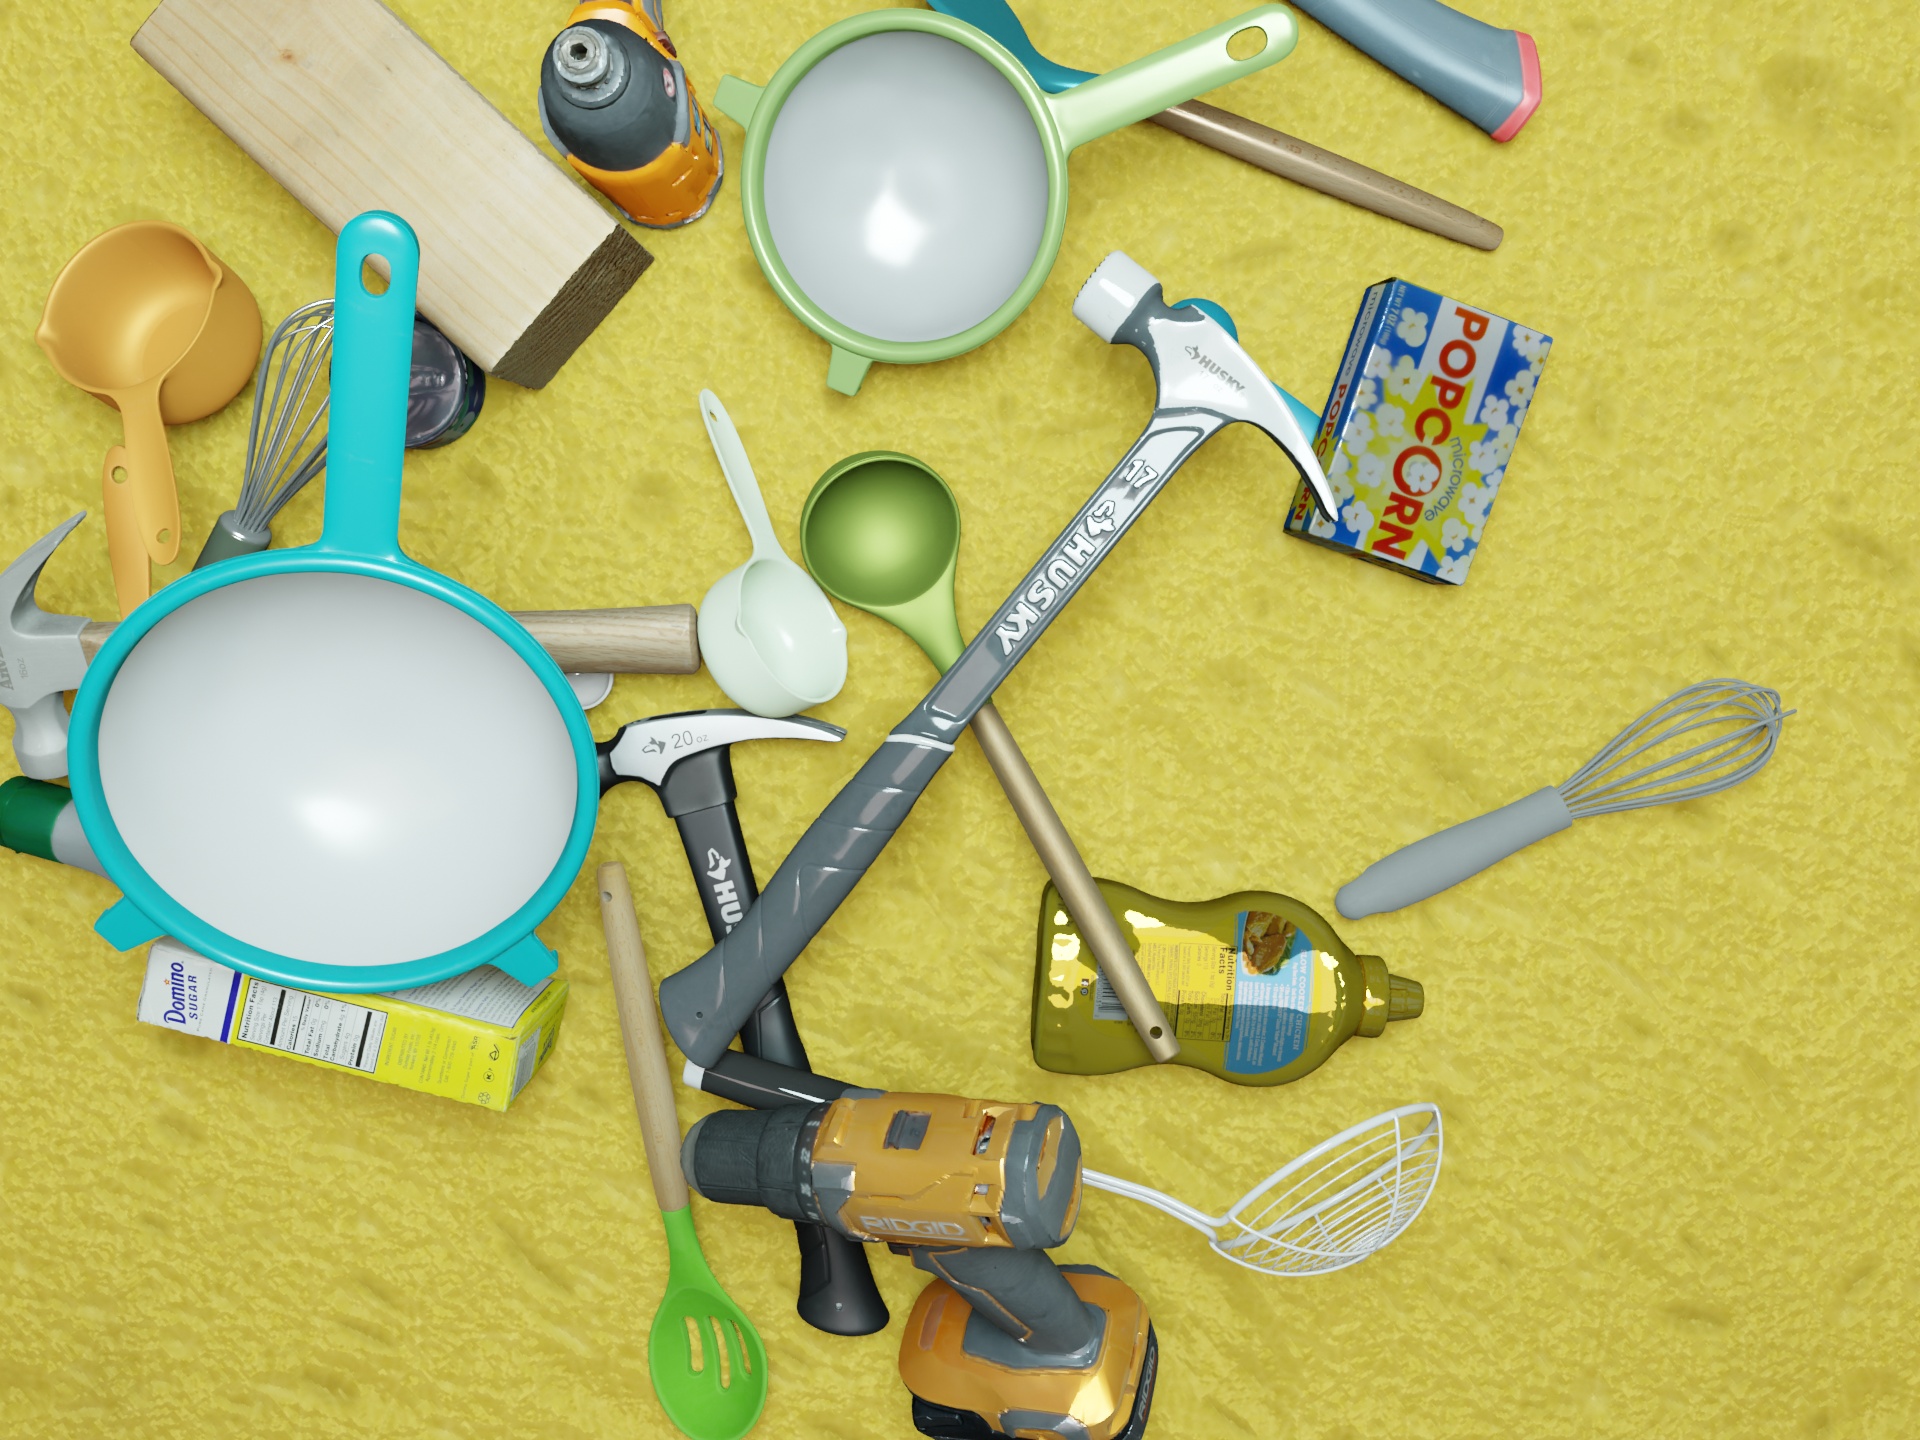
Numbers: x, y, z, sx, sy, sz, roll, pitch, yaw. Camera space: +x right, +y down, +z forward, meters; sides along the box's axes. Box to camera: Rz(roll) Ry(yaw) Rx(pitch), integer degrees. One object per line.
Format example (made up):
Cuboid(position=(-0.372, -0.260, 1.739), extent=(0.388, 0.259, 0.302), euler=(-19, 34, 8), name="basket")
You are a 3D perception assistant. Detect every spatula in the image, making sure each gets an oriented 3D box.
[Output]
Cuboid(position=(0.115, -0.290, 0.744), extent=(0.317, 0.082, 0.044), euler=(19, 132, -6), name="spatula")

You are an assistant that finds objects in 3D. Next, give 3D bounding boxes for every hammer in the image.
Cuboid(position=(0.096, -0.375, 0.737), extent=(0.386, 0.038, 0.143), euler=(33, 93, -4), name="hammer")
Cuboid(position=(-0.001, -0.002, 0.718), extent=(0.149, 0.036, 0.409), euler=(39, 99, 1), name="hammer")
Cuboid(position=(-0.290, -0.037, 0.749), extent=(0.331, 0.031, 0.130), euler=(-2, 125, -4), name="hammer")
Cuboid(position=(-0.092, 0.154, 0.804), extent=(0.146, 0.035, 0.334), euler=(-15, 97, 3), name="hammer")

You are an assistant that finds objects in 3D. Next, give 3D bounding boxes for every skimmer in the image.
Cuboid(position=(0.051, 0.190, 0.776), extent=(0.363, 0.127, 0.090), euler=(15, 53, 4), name="skimmer")

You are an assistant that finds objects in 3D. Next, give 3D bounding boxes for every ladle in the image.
Cuboid(position=(0.020, 0.017, 0.748), extent=(0.078, 0.062, 0.320), euler=(-29, 84, 3), name="ladle")

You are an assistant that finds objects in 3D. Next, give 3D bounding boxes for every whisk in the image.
Cuboid(position=(-0.332, -0.097, 0.749), extent=(0.246, 0.057, 0.059), euler=(-52, 55, 21), name="whisk")
Cuboid(position=(0.296, 0.043, 0.786), extent=(0.239, 0.055, 0.055), euler=(-26, 96, 7), name="whisk")

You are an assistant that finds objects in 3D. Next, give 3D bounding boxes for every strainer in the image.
Cuboid(position=(0.027, -0.261, 0.719), extent=(0.256, 0.069, 0.151), euler=(-18, 106, 17), name="strainer")
Cuboid(position=(-0.252, -0.048, 0.677), extent=(0.211, 0.095, 0.340), euler=(7, 114, -13), name="strainer")
Cuboid(position=(-0.331, 0.032, 0.789), extent=(0.258, 0.050, 0.086), euler=(6, 111, 3), name="strainer")

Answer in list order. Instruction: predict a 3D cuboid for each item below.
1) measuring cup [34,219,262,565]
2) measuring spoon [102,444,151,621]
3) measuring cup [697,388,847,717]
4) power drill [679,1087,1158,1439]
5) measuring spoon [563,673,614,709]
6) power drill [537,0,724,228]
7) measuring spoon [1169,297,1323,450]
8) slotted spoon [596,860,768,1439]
Cuboid(position=(-0.363, -0.144, 0.735), extent=(0.095, 0.052, 0.174), euler=(-17, 75, 6), name="measuring cup")
Cuboid(position=(-0.413, -0.078, 0.788), extent=(0.021, 0.011, 0.117), euler=(-2, 97, 0), name="measuring spoon")
Cuboid(position=(-0.108, -0.079, 0.770), extent=(0.038, 0.083, 0.168), euler=(-27, 77, 29), name="measuring cup")
Cuboid(position=(-0.015, 0.253, 0.742), extent=(0.185, 0.084, 0.226), euler=(-4, 131, 24), name="power drill")
Cuboid(position=(-0.229, -0.008, 0.798), extent=(0.124, 0.018, 0.034), euler=(-20, 94, 9), name="measuring spoon")
Cuboid(position=(-0.153, -0.342, 0.682), extent=(0.084, 0.164, 0.226), euler=(-6, 95, 1), name="power drill")
Cuboid(position=(0.149, -0.158, 0.773), extent=(0.128, 0.021, 0.042), euler=(38, 95, -5), name="measuring spoon")
Cuboid(position=(-0.146, 0.220, 0.798), extent=(0.070, 0.031, 0.313), euler=(-3, 104, 20), name="slotted spoon")
